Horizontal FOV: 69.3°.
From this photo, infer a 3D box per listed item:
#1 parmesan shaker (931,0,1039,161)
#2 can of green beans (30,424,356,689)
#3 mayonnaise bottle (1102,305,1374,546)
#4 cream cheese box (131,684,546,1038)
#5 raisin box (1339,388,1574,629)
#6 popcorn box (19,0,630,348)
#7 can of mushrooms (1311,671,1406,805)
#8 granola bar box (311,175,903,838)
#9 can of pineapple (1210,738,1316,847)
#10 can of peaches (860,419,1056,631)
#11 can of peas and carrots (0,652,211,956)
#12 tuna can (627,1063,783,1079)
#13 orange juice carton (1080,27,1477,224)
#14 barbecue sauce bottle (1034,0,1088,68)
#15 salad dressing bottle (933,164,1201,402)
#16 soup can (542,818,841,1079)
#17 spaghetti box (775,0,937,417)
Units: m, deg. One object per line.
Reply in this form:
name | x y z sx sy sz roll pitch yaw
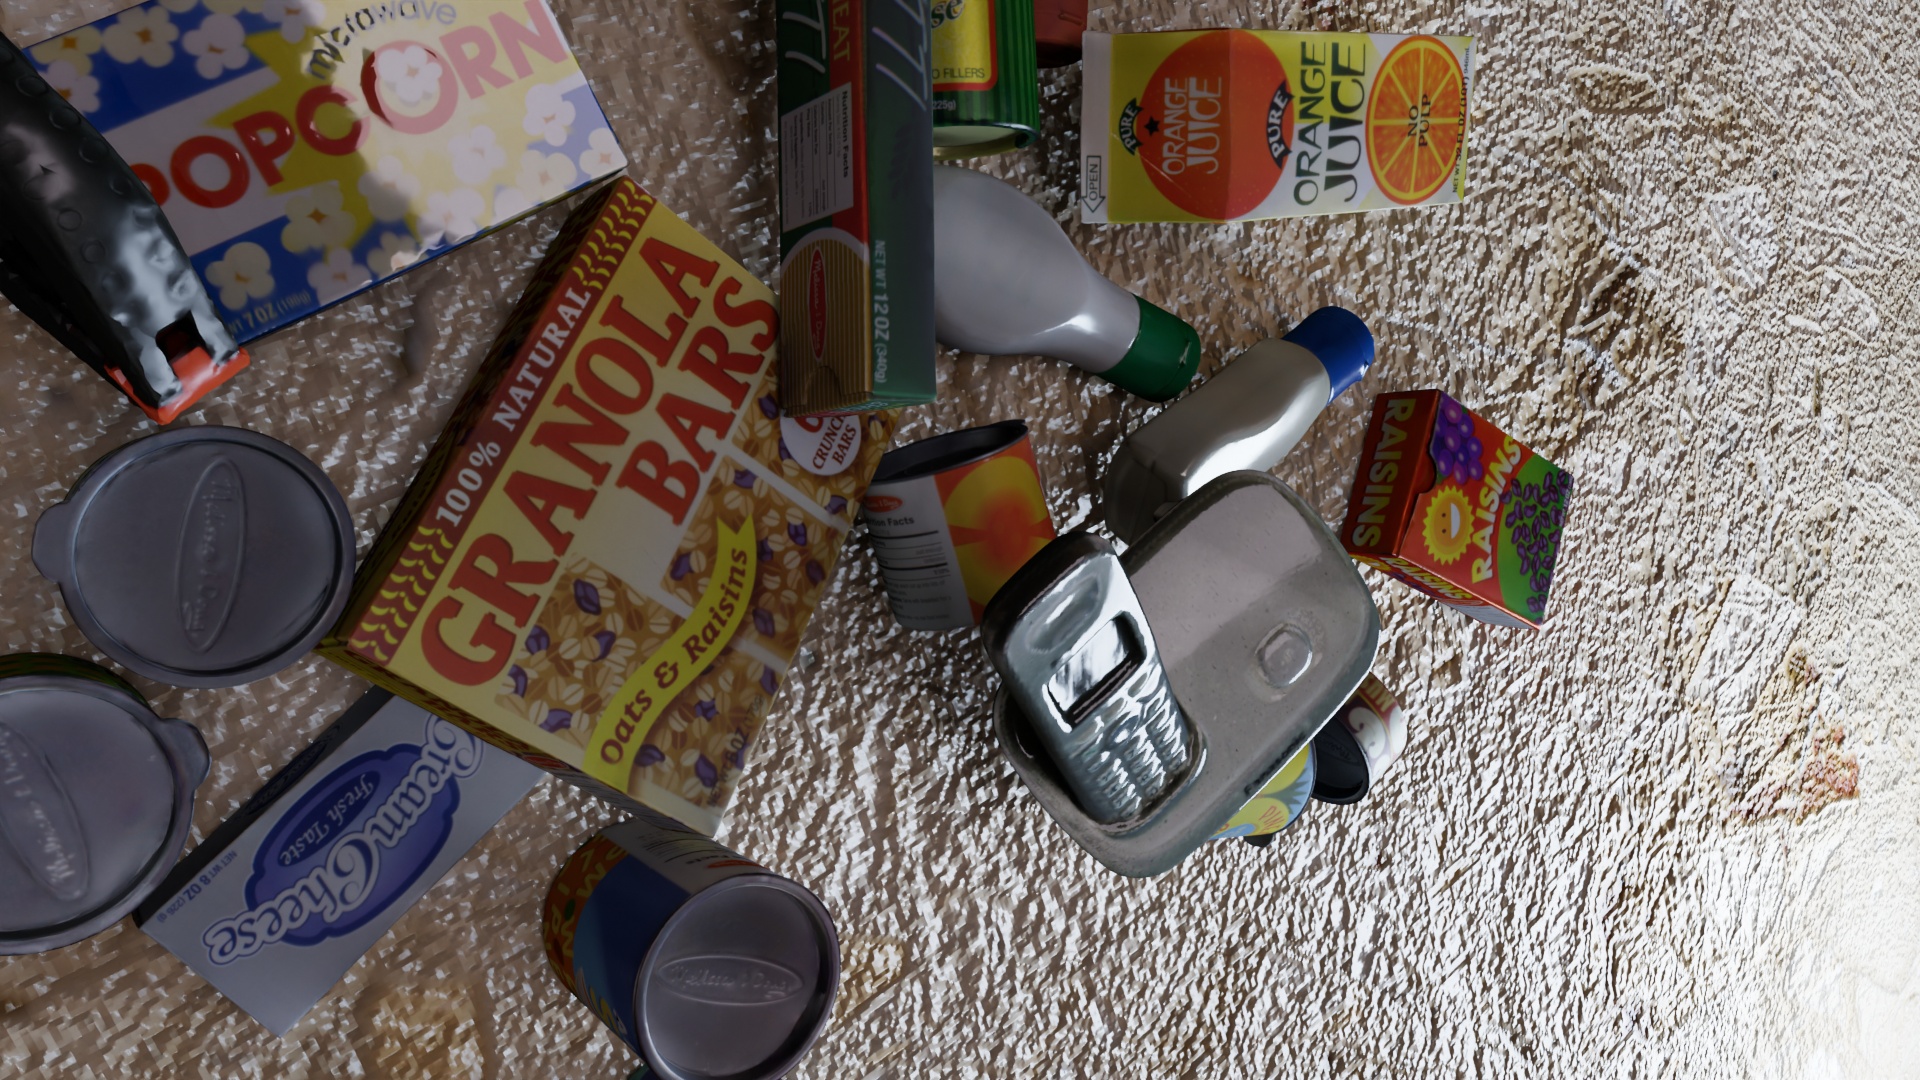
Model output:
parmesan shaker | -0.004 -0.192 0.491 0.071 0.071 0.103 -7 95 -35
can of green beans | -0.202 0.003 0.368 0.071 0.058 0.071 -2 93 -35
mayonnaise bottle | 0.122 -0.052 0.595 0.149 0.041 0.064 -37 154 -31
cream cheese box | -0.179 0.086 0.408 0.104 0.024 0.053 -48 117 -24
raisin box | 0.250 -0.014 0.694 0.123 0.040 0.086 23 80 -33
popcorn box | -0.168 -0.115 0.381 0.127 0.038 0.085 -29 107 -14
can of mushrooms | 0.162 0.081 0.619 0.033 0.071 0.071 -38 112 -28
granola bar box | -0.100 -0.009 0.435 0.124 0.039 0.166 37 61 -30
can of pineapple | 0.105 0.093 0.579 0.058 0.071 0.071 3 90 -34
can of peaches | 0.002 -0.006 0.505 0.071 0.071 0.058 -24 106 -32
can of peas and carrots | -0.231 0.062 0.350 0.071 0.058 0.071 -2 93 -36
tuna can | -0.089 0.208 0.470 0.071 0.033 0.071 -2 93 -35
orange juice carton | 0.122 -0.172 0.572 0.193 0.073 0.071 -13 111 -34
barbecue sauce bottle | 0.034 -0.260 0.532 0.065 0.043 0.148 2 91 -39
salad dressing bottle | 0.031 -0.094 0.537 0.147 0.044 0.064 20 80 -35
soup can | -0.088 0.130 0.437 0.071 0.083 0.071 -2 93 -34
spaghetti box | -0.034 -0.165 0.440 0.029 0.050 0.250 1 88 -40
